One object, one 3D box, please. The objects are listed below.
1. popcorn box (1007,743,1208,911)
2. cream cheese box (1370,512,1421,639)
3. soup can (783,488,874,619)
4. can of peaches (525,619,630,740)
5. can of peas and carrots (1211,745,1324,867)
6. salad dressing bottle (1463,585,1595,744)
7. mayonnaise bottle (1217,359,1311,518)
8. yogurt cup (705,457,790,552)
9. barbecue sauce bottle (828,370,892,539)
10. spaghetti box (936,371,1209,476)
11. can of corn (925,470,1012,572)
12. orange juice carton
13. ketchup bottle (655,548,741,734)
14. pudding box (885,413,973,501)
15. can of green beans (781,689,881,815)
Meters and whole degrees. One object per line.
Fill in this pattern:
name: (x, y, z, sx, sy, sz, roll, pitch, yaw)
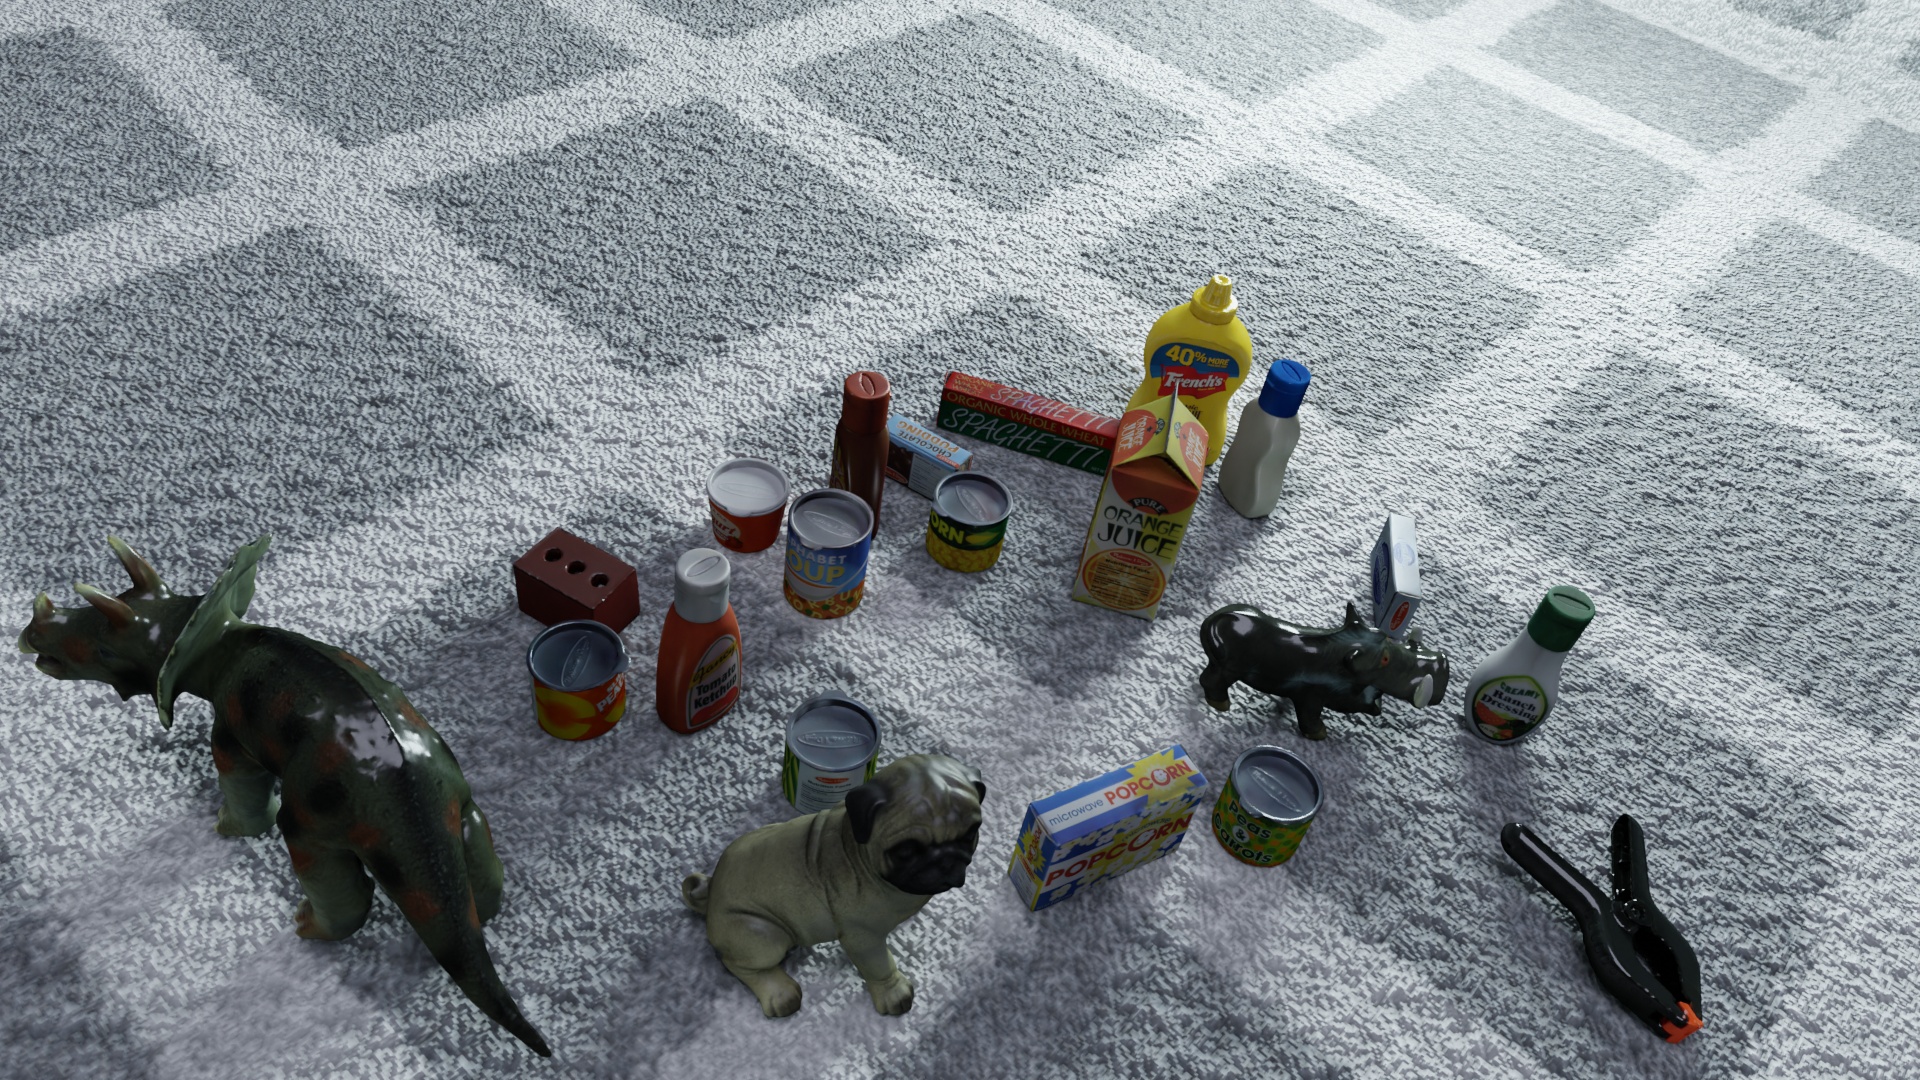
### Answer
popcorn box: (0.099, 0.195, 0.944, 0.127, 0.084, 0.038, -16, 50, -26)
cream cheese box: (0.374, 0.030, 1.197, 0.024, 0.053, 0.104, 13, 43, 2)
soup can: (-0.106, 0.013, 1.092, 0.071, 0.083, 0.072, 6, 44, -6)
can of peaches: (-0.270, 0.100, 0.986, 0.071, 0.057, 0.071, 6, 44, -6)
can of peas and carrots: (0.217, 0.192, 0.992, 0.071, 0.058, 0.071, 6, 44, -6)
salad dressing bottle: (0.439, 0.096, 1.073, 0.064, 0.146, 0.044, 23, 45, 12)
mayonnaise bottle: (0.272, -0.092, 1.233, 0.041, 0.147, 0.065, -11, 48, -22)
yogurt cup: (-0.175, -0.027, 1.141, 0.072, 0.053, 0.073, 6, 44, -6)
barbecue sauce bottle: (-0.082, -0.070, 1.136, 0.044, 0.147, 0.065, -6, 46, -17)
spaghetti box: (0.100, -0.096, 1.272, 0.250, 0.049, 0.029, 17, 44, 6)
can of corn: (0.004, -0.015, 1.162, 0.071, 0.058, 0.071, 6, 44, -6)
orange juice carton: (0.147, -0.031, 1.112, 0.073, 0.191, 0.072, 15, 43, 4)
ketchup bottle: (-0.182, 0.069, 0.971, 0.043, 0.148, 0.065, 36, 49, 24)
pudding box: (-0.034, -0.070, 1.217, 0.084, 0.049, 0.030, 29, 46, 17)
can of green beans: (-0.091, 0.151, 0.970, 0.071, 0.057, 0.071, 6, 44, -6)
